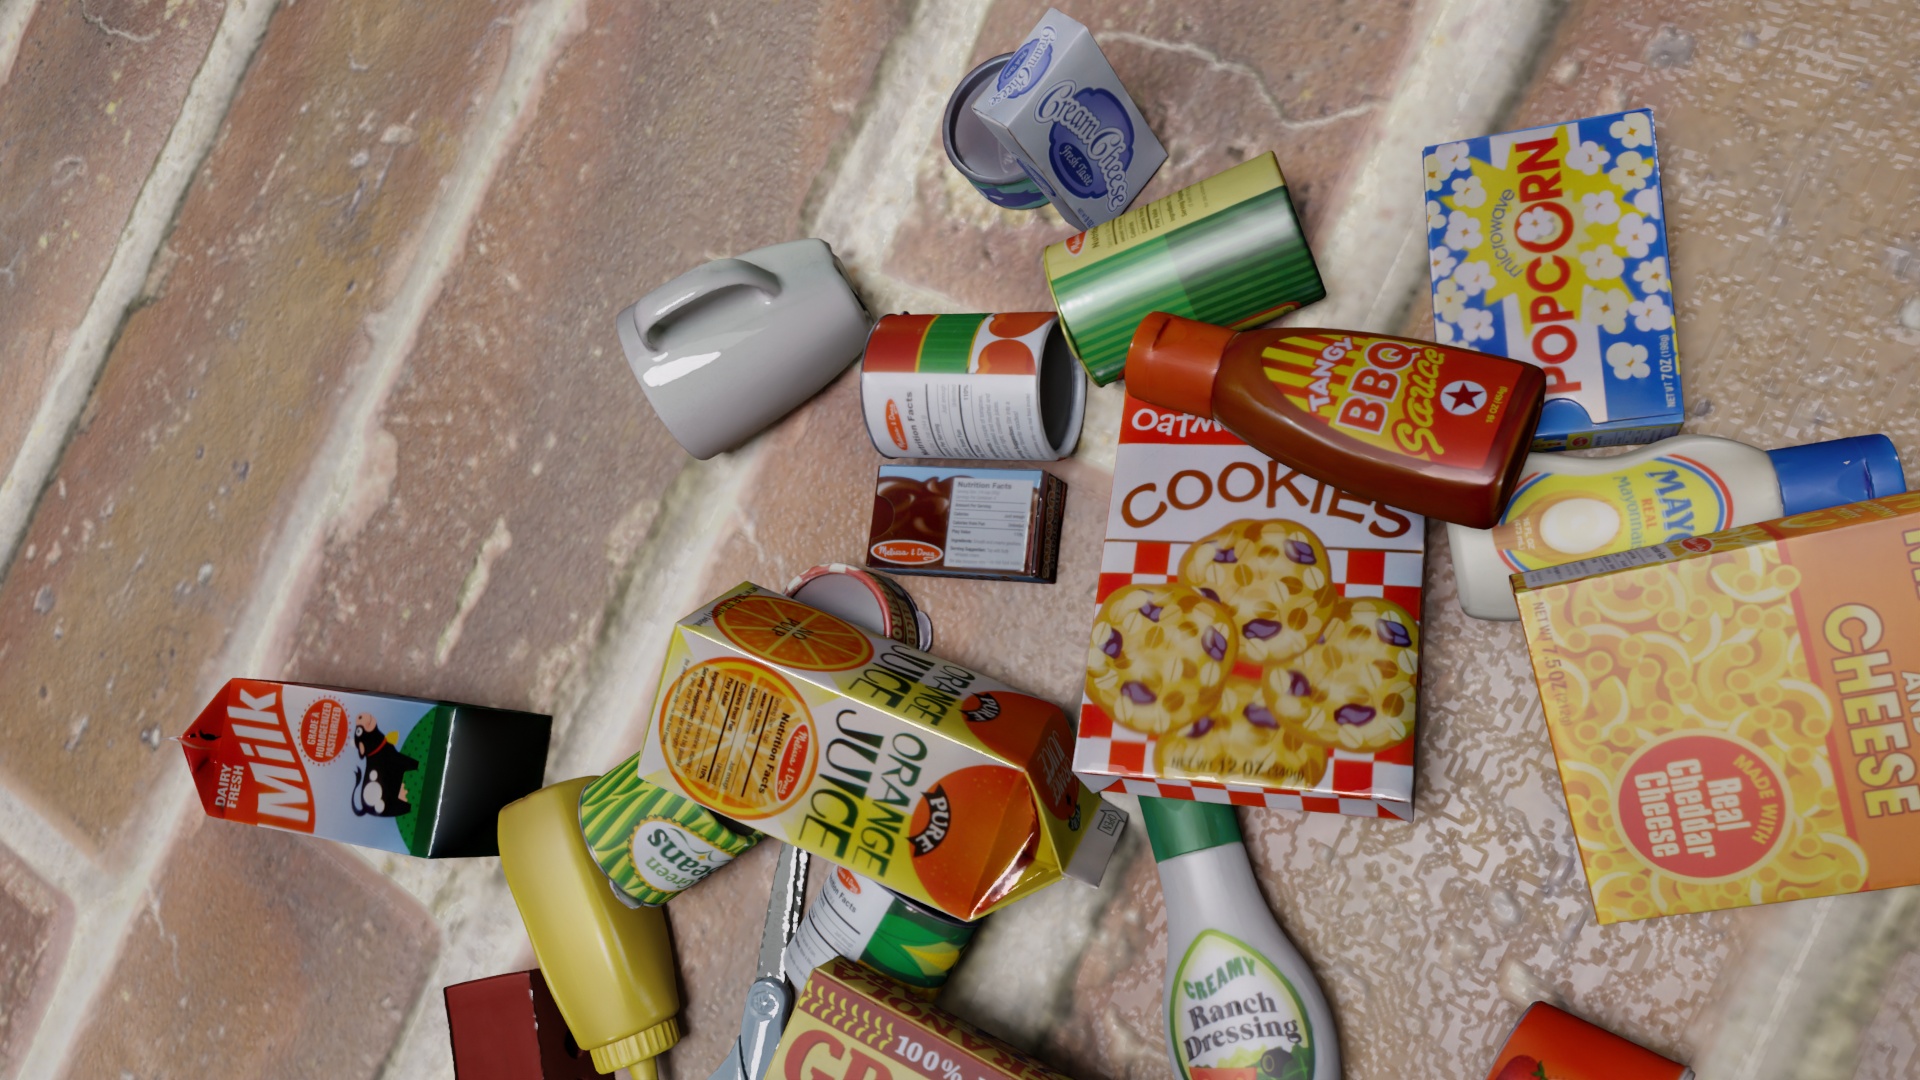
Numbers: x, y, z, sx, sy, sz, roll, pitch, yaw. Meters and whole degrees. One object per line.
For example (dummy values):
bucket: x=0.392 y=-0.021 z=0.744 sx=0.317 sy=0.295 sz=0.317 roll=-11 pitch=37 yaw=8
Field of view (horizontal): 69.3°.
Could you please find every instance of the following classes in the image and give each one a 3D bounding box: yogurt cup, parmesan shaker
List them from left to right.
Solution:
parmesan shaker: x=0.095 y=-0.112 z=0.588 sx=0.103 sy=0.071 sz=0.071 roll=-20 pitch=72 yaw=18
yogurt cup: x=0.211 y=0.197 z=0.478 sx=0.054 sy=0.072 sz=0.072 roll=28 pitch=91 yaw=33

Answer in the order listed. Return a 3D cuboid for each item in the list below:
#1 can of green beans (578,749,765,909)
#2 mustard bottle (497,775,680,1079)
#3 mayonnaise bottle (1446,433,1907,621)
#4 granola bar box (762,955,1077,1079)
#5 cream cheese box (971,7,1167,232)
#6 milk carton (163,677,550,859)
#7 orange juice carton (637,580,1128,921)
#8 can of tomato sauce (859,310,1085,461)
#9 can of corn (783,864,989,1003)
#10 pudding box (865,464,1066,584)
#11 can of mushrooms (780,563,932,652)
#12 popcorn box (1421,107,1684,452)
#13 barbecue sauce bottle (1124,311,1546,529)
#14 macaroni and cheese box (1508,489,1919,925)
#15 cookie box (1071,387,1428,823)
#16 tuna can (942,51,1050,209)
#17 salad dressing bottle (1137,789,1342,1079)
can of green beans: x=-0.130 y=0.124 z=0.637 sx=0.057 sy=0.071 sz=0.071 roll=-34 pitch=68 yaw=13
mustard bottle: x=-0.164 y=0.191 z=0.641 sx=0.049 sy=0.065 sz=0.160 roll=-24 pitch=78 yaw=14
mayonnaise bottle: x=0.258 y=-0.009 z=0.512 sx=0.148 sy=0.041 sz=0.065 roll=-10 pitch=83 yaw=21
granola bar box: x=-0.004 y=0.248 z=0.511 sx=0.166 sy=0.039 sz=0.124 roll=22 pitch=86 yaw=16
cream cheese box: x=0.050 y=-0.178 z=0.602 sx=0.024 sy=0.103 sz=0.053 roll=41 pitch=96 yaw=31
milk carton: x=-0.314 y=0.113 z=0.714 sx=0.190 sy=0.072 sz=0.073 roll=4 pitch=81 yaw=24
orange juice carton: x=-0.027 y=0.090 z=0.573 sx=0.193 sy=0.072 sz=0.072 roll=21 pitch=107 yaw=10
can of tomato sauce: x=0.007 y=-0.070 z=0.620 sx=0.083 sy=0.071 sz=0.071 roll=3 pitch=81 yaw=23
can of corn: x=-0.031 y=0.168 z=0.587 sx=0.071 sy=0.071 sz=0.058 roll=32 pitch=94 yaw=25
pudding box: x=0.002 y=-0.008 z=0.628 sx=0.083 sy=0.030 sz=0.049 roll=3 pitch=82 yaw=24
can of mushrooms: x=-0.052 y=0.044 z=0.638 sx=0.071 sy=0.033 sz=0.071 roll=-5 pitch=77 yaw=23
popcorn box: x=0.230 y=-0.098 z=0.545 sx=0.085 sy=0.038 sz=0.127 roll=-4 pitch=77 yaw=21
barbecue sauce bottle: x=0.136 y=-0.053 z=0.524 sx=0.148 sy=0.043 sz=0.065 roll=19 pitch=63 yaw=26
macaroni and cheese box: x=0.287 y=0.055 z=0.467 sx=0.166 sy=0.040 sz=0.123 roll=-14 pitch=94 yaw=20
cookie box: x=0.118 y=0.019 z=0.546 sx=0.123 sy=0.040 sz=0.168 roll=2 pitch=67 yaw=20
tuna can: x=0.030 y=-0.192 z=0.652 sx=0.071 sy=0.033 sz=0.071 roll=-5 pitch=78 yaw=22
salad dressing bottle: x=0.103 y=0.158 z=0.542 sx=0.064 sy=0.044 sz=0.148 roll=-20 pitch=70 yaw=18
